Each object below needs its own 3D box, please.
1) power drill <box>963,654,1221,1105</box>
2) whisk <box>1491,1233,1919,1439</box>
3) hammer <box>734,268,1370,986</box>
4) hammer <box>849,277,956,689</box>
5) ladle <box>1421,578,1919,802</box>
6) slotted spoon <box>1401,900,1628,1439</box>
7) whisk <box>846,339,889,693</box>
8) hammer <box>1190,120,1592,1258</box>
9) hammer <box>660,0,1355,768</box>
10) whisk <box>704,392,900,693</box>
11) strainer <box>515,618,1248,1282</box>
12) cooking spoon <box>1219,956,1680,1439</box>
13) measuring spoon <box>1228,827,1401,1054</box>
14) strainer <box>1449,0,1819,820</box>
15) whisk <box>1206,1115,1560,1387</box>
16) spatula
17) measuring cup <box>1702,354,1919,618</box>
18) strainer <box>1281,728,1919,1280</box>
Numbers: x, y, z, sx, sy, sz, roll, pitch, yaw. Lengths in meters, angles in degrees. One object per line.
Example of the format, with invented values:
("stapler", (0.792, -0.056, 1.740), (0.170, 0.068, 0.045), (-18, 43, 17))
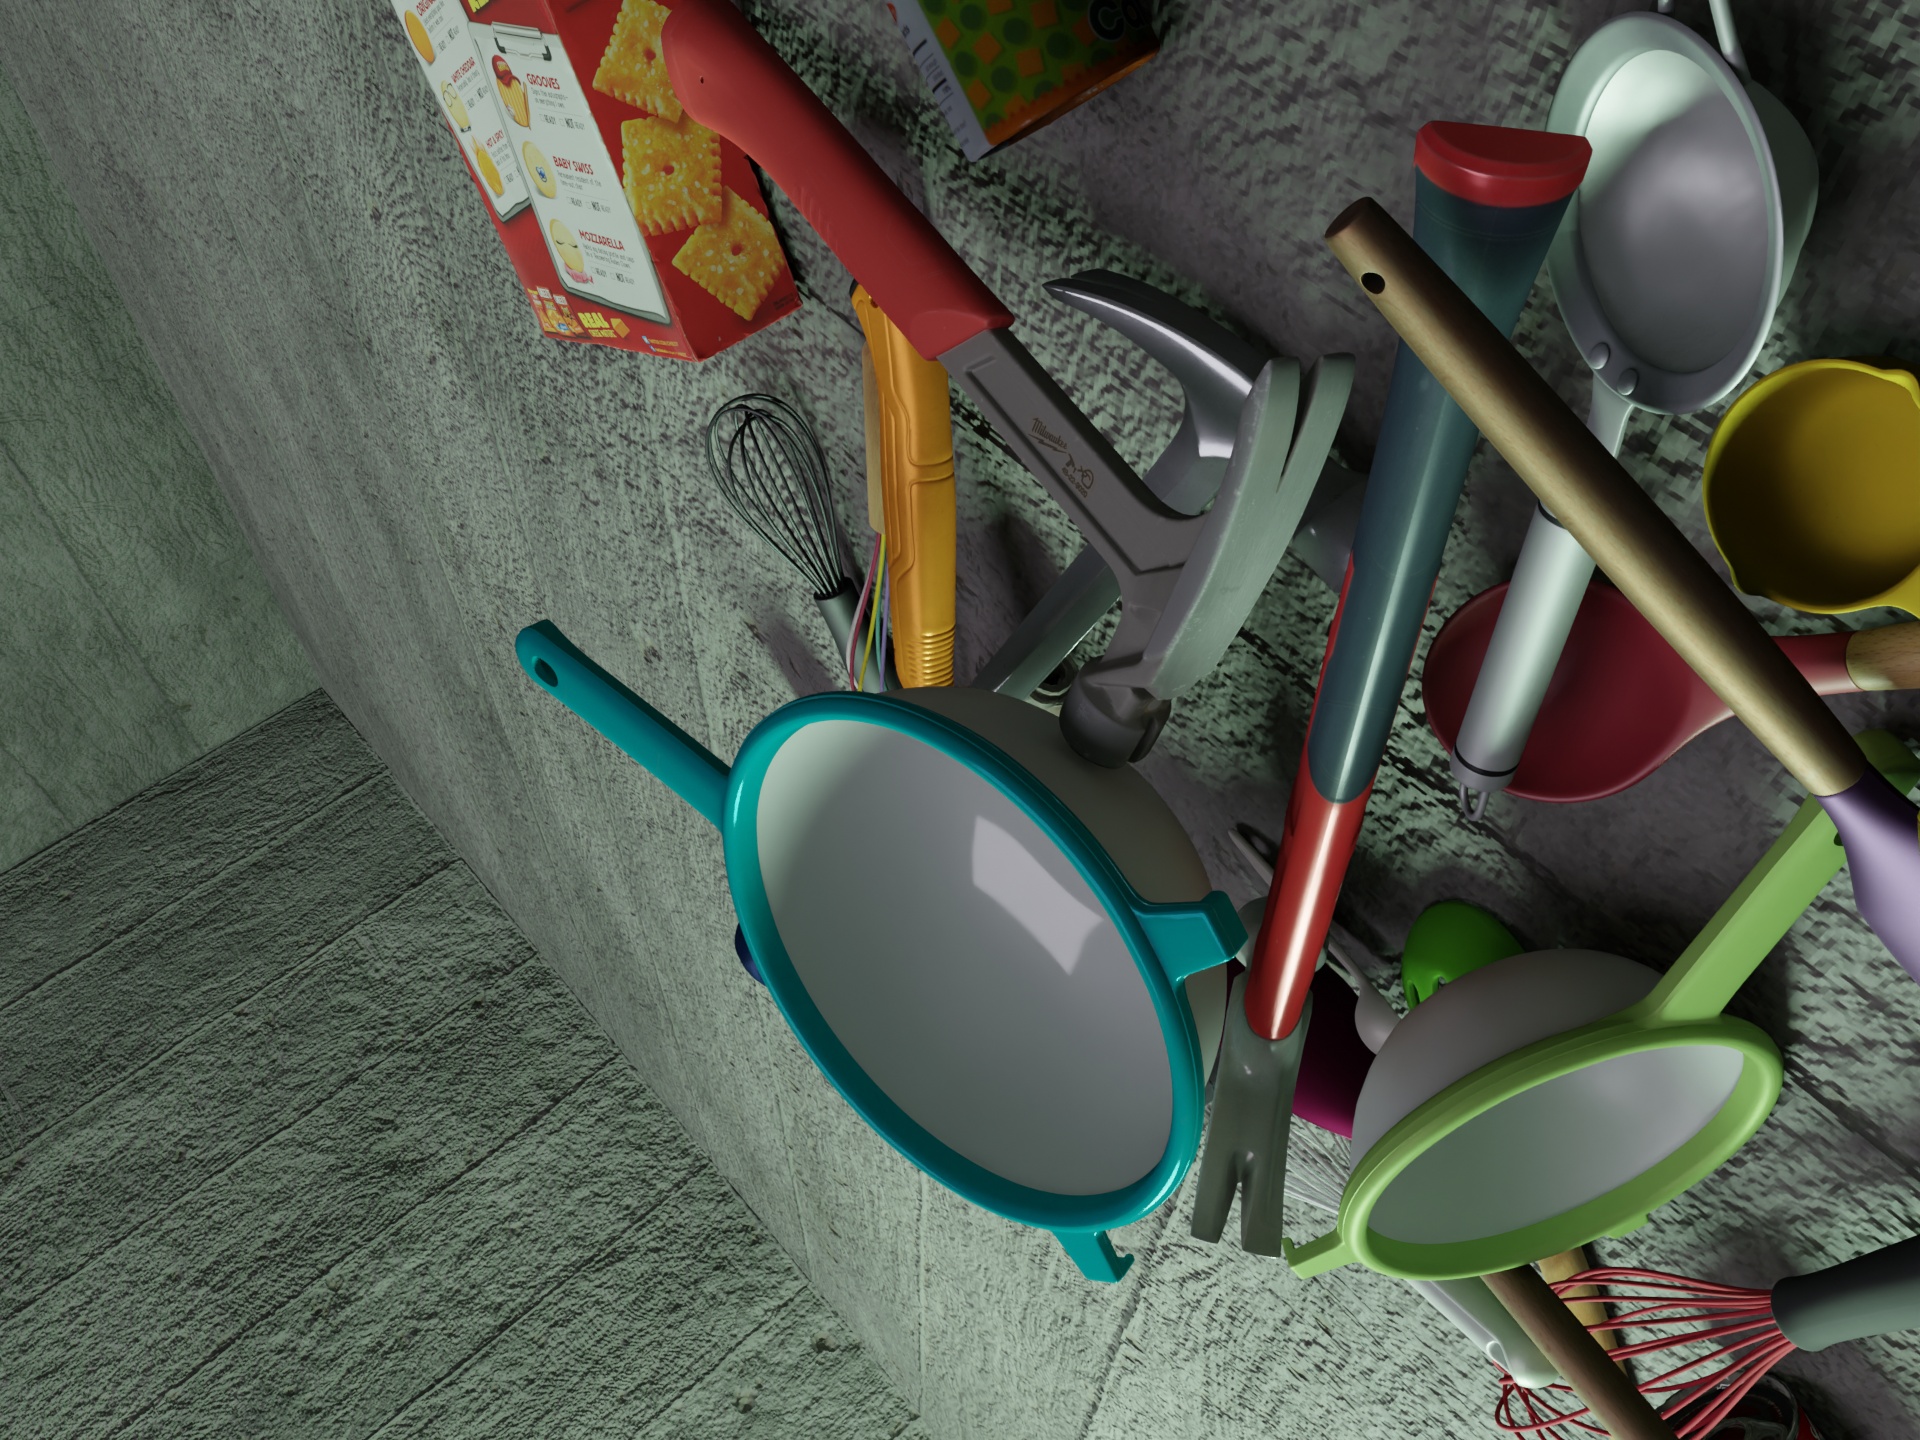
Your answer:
("power drill", (0.060, 0.078, 0.761), (0.226, 0.084, 0.185), (54, 152, 11))
("whisk", (0.272, 0.206, 0.541), (0.073, 0.073, 0.295), (49, 147, 13))
("hammer", (-0.001, -0.002, 0.642), (0.144, 0.035, 0.405), (51, 134, 10))
("hammer", (-0.012, -0.031, 0.697), (0.127, 0.034, 0.336), (29, 131, 45))
("ladle", (0.233, -0.018, 0.368), (0.315, 0.031, 0.069), (-8, 99, 61))
("slotted spoon", (0.242, 0.205, 0.652), (0.070, 0.031, 0.313), (14, 136, 56))
("whisk", (-0.034, -0.077, 0.763), (0.244, 0.047, 0.051), (91, 160, -48))
("hammer", (0.113, 0.015, 0.471), (0.038, 0.143, 0.385), (11, 139, 10))
("hammer", (-0.013, -0.158, 0.539), (0.359, 0.036, 0.149), (55, 141, 31))
("whisk", (-0.070, -0.067, 0.845), (0.055, 0.055, 0.238), (22, 144, 51))
("strainer", (-0.029, 0.037, 0.598), (0.341, 0.095, 0.210), (34, 136, 27))
("cooking spoon", (0.189, 0.187, 0.596), (0.319, 0.068, 0.017), (-128, 27, -45))
("measuring spoon", (0.147, 0.094, 0.666), (0.124, 0.018, 0.034), (52, -179, 29))
("strainer", (0.158, -0.064, 0.397), (0.258, 0.050, 0.087), (92, 163, -45))
("whisk", (0.174, 0.211, 0.683), (0.057, 0.059, 0.246), (66, 169, -16))
("spatula", (0.194, -0.004, 0.374), (0.315, 0.018, 0.060), (42, 154, -15))
("measuring cup", (0.228, -0.020, 0.336), (0.157, 0.029, 0.062), (53, 142, 30))
("strainer", (0.200, 0.083, 0.501), (0.069, 0.151, 0.256), (-110, 28, -44))
